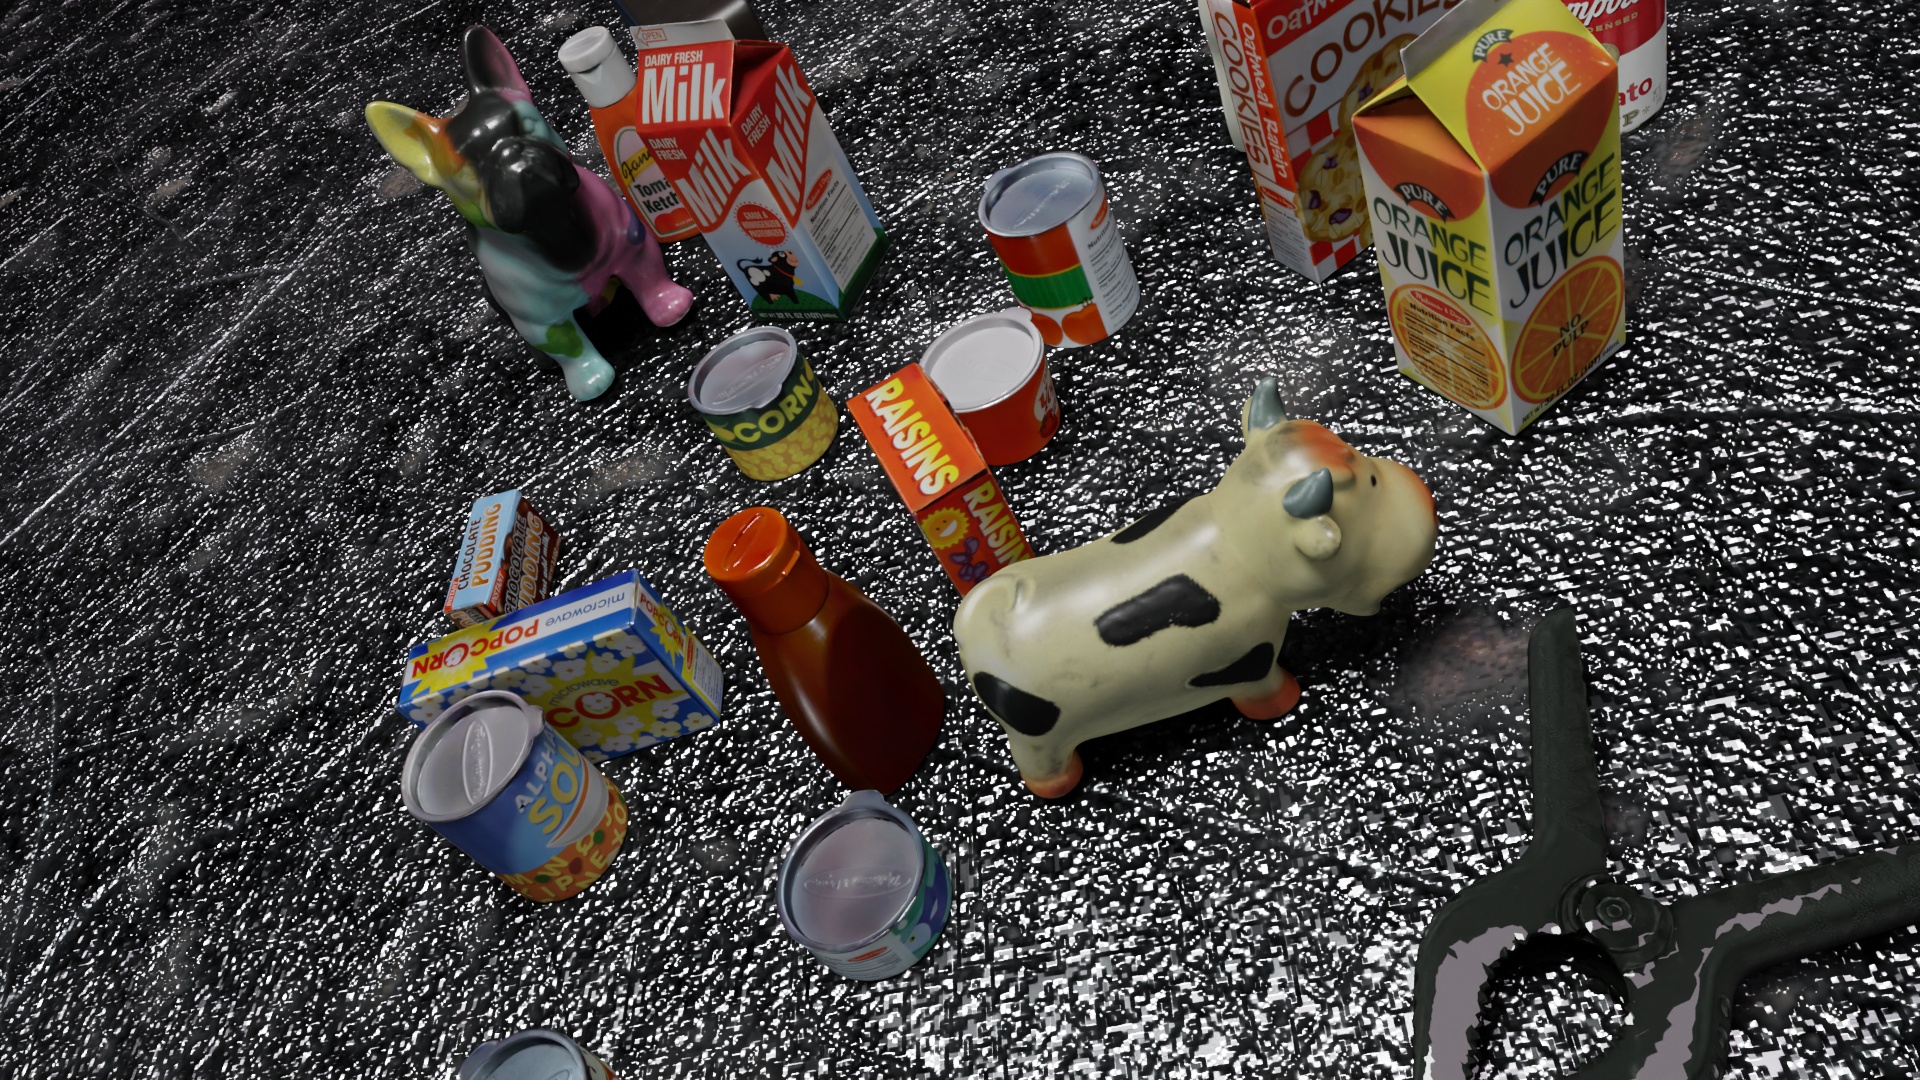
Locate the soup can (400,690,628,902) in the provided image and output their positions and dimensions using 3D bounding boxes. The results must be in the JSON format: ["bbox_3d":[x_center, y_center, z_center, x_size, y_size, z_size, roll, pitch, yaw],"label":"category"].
[{"bbox_3d":[-0.199,0.117,0.635,0.071,0.083,0.072,-14,47,16],"label":"soup can"}]

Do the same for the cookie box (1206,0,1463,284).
[{"bbox_3d":[0.196,-0.228,0.681,0.123,0.166,0.040,-37,45,-7],"label":"cookie box"}]

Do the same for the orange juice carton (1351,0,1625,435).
[{"bbox_3d":[0.220,-0.141,0.576,0.072,0.192,0.073,-39,46,-8],"label":"orange juice carton"}]

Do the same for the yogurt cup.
[{"bbox_3d":[0.018,-0.076,0.717,0.072,0.053,0.073,-14,47,15],"label":"yogurt cup"}]

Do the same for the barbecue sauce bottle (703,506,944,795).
[{"bbox_3d":[-0.056,0.045,0.581,0.043,0.148,0.065,11,58,33],"label":"barbecue sauce bottle"}]

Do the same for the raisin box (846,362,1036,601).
[{"bbox_3d":[0.002,-0.008,0.616,0.040,0.123,0.086,-31,45,0],"label":"raisin box"}]

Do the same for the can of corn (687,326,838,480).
[{"bbox_3d":[-0.108,-0.074,0.775,0.071,0.058,0.071,-14,47,16],"label":"can of corn"}]

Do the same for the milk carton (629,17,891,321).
[{"bbox_3d":[-0.120,-0.221,0.815,0.072,0.189,0.074,7,56,31],"label":"milk carton"}]

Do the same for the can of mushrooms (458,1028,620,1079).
[{"bbox_3d":[-0.171,0.232,0.557,0.071,0.033,0.071,-14,47,15],"label":"can of mushrooms"}]

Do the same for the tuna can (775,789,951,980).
[{"bbox_3d":[-0.039,0.142,0.571,0.071,0.032,0.071,-14,47,15],"label":"tuna can"}]

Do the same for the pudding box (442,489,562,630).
[{"bbox_3d":[-0.254,0.018,0.772,0.030,0.049,0.084,-14,47,15],"label":"pudding box"}]

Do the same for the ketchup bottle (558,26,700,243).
[{"bbox_3d":[-0.215,-0.273,0.937,0.064,0.148,0.044,-20,46,10],"label":"ketchup bottle"}]

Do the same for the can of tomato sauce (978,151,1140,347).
[{"bbox_3d":[0.053,-0.155,0.748,0.071,0.082,0.071,-14,47,16],"label":"can of tomato sauce"}]

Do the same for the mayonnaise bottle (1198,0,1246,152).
[{"bbox_3d":[0.160,-0.290,0.766,0.041,0.147,0.065,14,60,35],"label":"mayonnaise bottle"}]

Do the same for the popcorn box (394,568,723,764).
[{"bbox_3d":[-0.190,0.070,0.671,0.126,0.085,0.038,-19,46,11],"label":"popcorn box"}]
